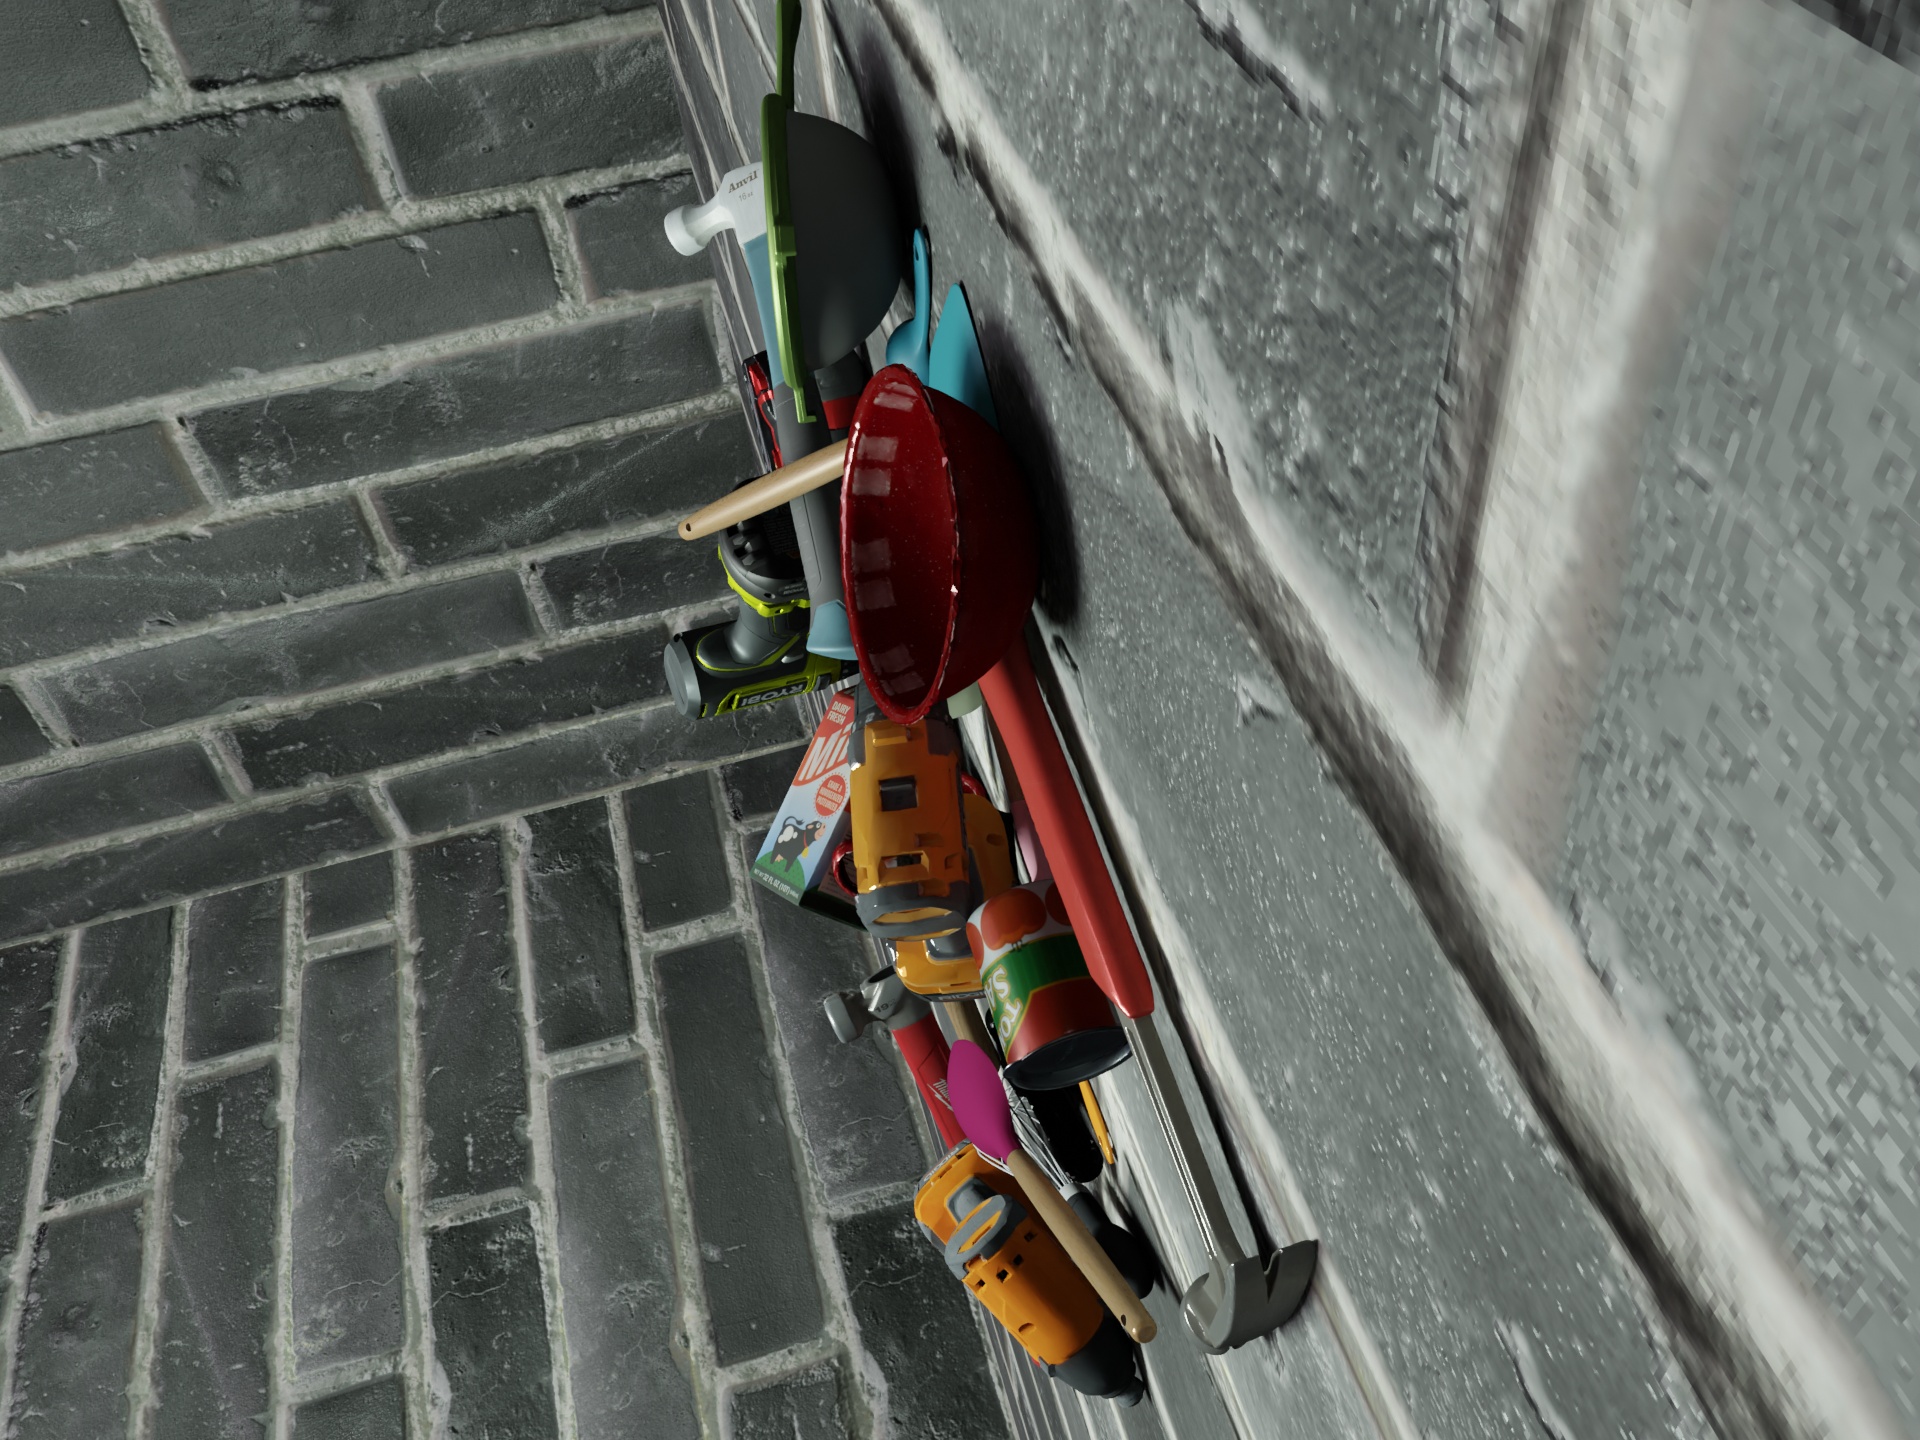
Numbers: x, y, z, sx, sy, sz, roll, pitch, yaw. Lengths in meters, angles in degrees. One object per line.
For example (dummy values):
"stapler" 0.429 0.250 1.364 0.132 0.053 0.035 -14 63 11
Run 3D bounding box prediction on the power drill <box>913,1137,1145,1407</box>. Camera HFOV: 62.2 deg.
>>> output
"power drill" 0.049 0.390 1.123 0.164 0.084 0.226 48 172 -5

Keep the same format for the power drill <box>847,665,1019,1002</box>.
"power drill" -0.018 0.054 0.908 0.226 0.084 0.185 69 -166 -64

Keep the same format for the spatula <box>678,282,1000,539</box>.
"spatula" -0.076 -0.142 0.865 0.317 0.044 0.082 -15 90 48

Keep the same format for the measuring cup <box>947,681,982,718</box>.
"measuring cup" -0.002 -0.003 0.998 0.083 0.038 0.167 -114 10 -53

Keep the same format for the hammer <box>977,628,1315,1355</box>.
"hammer" 0.062 0.086 0.696 0.149 0.036 0.359 88 165 -59

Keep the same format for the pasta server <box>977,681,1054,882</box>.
"pasta server" 0.020 0.019 0.870 0.060 0.040 0.316 3 -107 -79

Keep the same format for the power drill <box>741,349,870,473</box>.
"power drill" -0.110 -0.240 1.218 0.220 0.078 0.143 -140 36 -73

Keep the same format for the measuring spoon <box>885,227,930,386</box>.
"measuring spoon" -0.029 -0.217 0.847 0.128 0.021 0.042 95 159 -69

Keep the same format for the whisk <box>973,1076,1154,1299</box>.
"whisk" 0.063 0.295 1.016 0.285 0.070 0.070 -149 45 -73

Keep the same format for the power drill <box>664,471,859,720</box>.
"power drill" -0.096 -0.084 1.090 0.080 0.190 0.228 67 157 18

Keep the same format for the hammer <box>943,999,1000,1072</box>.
"hammer" -0.018 0.191 1.332 0.130 0.031 0.331 -81 -21 -47

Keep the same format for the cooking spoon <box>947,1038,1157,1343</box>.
"cooking spoon" 0.044 0.281 0.972 0.319 0.017 0.068 -145 58 -66

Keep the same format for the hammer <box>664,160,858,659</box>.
"hammer" -0.099 -0.190 0.964 0.033 0.128 0.331 15 -120 -60

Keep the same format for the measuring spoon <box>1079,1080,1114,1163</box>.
"measuring spoon" 0.071 0.222 0.974 0.117 0.011 0.021 -112 11 -46

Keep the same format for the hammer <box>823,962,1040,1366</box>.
"hammer" 0.034 0.356 1.268 0.038 0.143 0.386 -128 13 -74

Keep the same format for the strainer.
"strainer" -0.069 -0.302 0.869 0.151 0.069 0.257 91 176 -64
